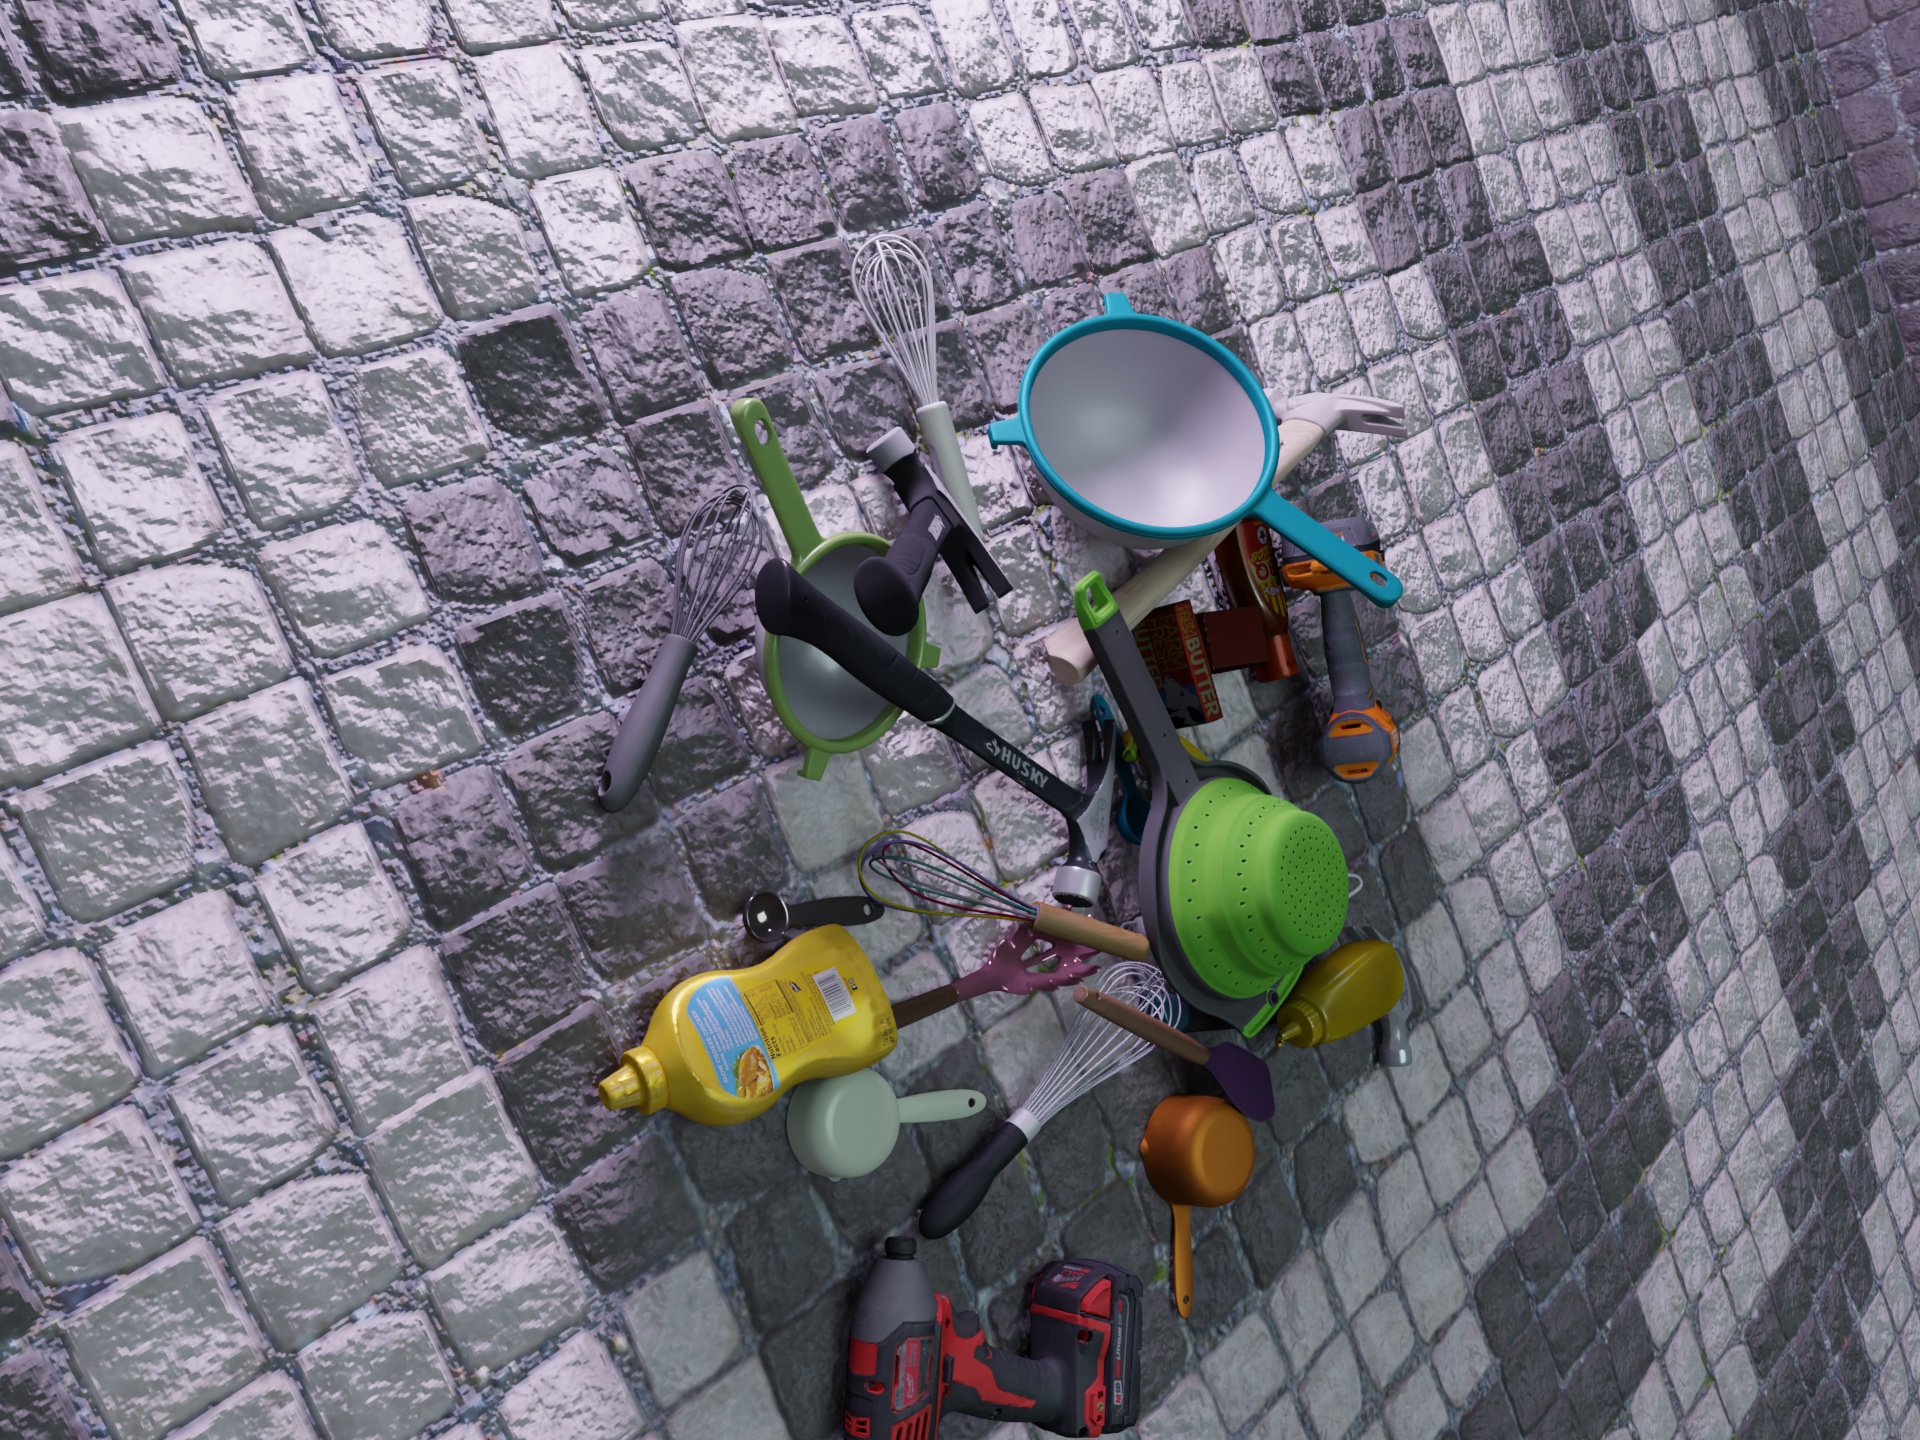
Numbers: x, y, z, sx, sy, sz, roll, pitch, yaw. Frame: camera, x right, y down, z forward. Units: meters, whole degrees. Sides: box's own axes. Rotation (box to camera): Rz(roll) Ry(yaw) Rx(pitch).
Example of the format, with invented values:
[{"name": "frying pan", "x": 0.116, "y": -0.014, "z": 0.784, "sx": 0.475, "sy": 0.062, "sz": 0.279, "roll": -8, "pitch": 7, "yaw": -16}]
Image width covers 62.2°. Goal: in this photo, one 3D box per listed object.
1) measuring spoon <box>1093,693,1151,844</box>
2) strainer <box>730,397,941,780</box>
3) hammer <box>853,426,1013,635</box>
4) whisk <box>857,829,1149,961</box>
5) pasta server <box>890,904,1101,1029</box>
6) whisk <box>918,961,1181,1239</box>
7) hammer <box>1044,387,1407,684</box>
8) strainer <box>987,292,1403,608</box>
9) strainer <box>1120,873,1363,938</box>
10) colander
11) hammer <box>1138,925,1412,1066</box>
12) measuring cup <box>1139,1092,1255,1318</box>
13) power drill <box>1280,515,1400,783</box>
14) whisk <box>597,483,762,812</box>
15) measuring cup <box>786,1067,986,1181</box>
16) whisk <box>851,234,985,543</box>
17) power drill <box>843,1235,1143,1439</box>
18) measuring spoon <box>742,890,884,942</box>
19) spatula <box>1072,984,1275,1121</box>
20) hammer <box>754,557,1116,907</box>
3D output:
[{"name": "measuring spoon", "x": 0.125, "y": 0.041, "z": 1.291, "sx": 0.042, "sy": 0.021, "sz": 0.129, "roll": -10, "pitch": 80, "yaw": -50}, {"name": "strainer", "x": -0.112, "y": -0.097, "z": 1.056, "sx": 0.151, "sy": 0.069, "sz": 0.256, "roll": -46, "pitch": 129, "yaw": -34}, {"name": "hammer", "x": -0.025, "y": -0.107, "z": 1.040, "sx": 0.146, "sy": 0.035, "sz": 0.335, "roll": 54, "pitch": 13, "yaw": -11}, {"name": "whisk", "x": 0.036, "y": 0.132, "z": 1.154, "sx": 0.244, "sy": 0.051, "sz": 0.047, "roll": 20, "pitch": 50, "yaw": -24}, {"name": "pasta server", "x": -0.023, "y": 0.200, "z": 1.126, "sx": 0.316, "sy": 0.040, "sz": 0.060, "roll": -15, "pitch": 74, "yaw": -38}, {"name": "whisk", "x": 0.066, "y": 0.277, "z": 1.178, "sx": 0.284, "sy": 0.070, "sz": 0.070, "roll": -40, "pitch": 108, "yaw": -31}, {"name": "hammer", "x": 0.215, "y": -0.160, "z": 1.329, "sx": 0.411, "sy": 0.146, "sz": 0.038, "roll": -44, "pitch": 131, "yaw": -30}, {"name": "strainer", "x": 0.192, "y": -0.178, "z": 1.268, "sx": 0.340, "sy": 0.095, "sz": 0.211, "roll": 36, "pitch": 63, "yaw": 5}, {"name": "strainer", "x": 0.234, "y": 0.159, "z": 1.342, "sx": 0.258, "sy": 0.050, "sz": 0.087, "roll": -5, "pitch": 68, "yaw": -34}, {"name": "colander", "x": 0.203, "y": 0.059, "z": 1.225, "sx": 0.204, "sy": 0.094, "sz": 0.397, "roll": -41, "pitch": 111, "yaw": -41}, {"name": "hammer", "x": 0.279, "y": 0.245, "z": 1.367, "sx": 0.330, "sy": 0.033, "sz": 0.128, "roll": 4, "pitch": 81, "yaw": -39}, {"name": "measuring cup", "x": 0.193, "y": 0.385, "z": 1.260, "sx": 0.095, "sy": 0.052, "sz": 0.174, "roll": 12, "pitch": 73, "yaw": -37}, {"name": "power drill", "x": 0.348, "y": -0.063, "z": 1.428, "sx": 0.164, "sy": 0.084, "sz": 0.226, "roll": -13, "pitch": 94, "yaw": -70}, {"name": "whisk", "x": -0.185, "y": -0.050, "z": 1.035, "sx": 0.055, "sy": 0.055, "sz": 0.239, "roll": 31, "pitch": 69, "yaw": -31}, {"name": "measuring cup", "x": -0.040, "y": 0.272, "z": 1.098, "sx": 0.167, "sy": 0.038, "sz": 0.083, "roll": 3, "pitch": 81, "yaw": -37}, {"name": "whisk", "x": -0.025, "y": -0.243, "z": 1.199, "sx": 0.059, "sy": 0.058, "sz": 0.246, "roll": -18, "pitch": 98, "yaw": -5}, {"name": "power drill", "x": 0.020, "y": 0.430, "z": 1.101, "sx": 0.219, "sy": 0.078, "sz": 0.143, "roll": 11, "pitch": 75, "yaw": -34}, {"name": "measuring spoon", "x": -0.102, "y": 0.133, "z": 1.092, "sx": 0.124, "sy": 0.018, "sz": 0.034, "roll": 3, "pitch": 74, "yaw": -46}, {"name": "spatula", "x": 0.172, "y": 0.252, "z": 1.215, "sx": 0.315, "sy": 0.018, "sz": 0.060, "roll": 35, "pitch": 43, "yaw": -46}, {"name": "hammer", "x": -0.002, "y": -0.004, "z": 1.118, "sx": 0.408, "sy": 0.036, "sz": 0.149, "roll": 36, "pitch": 60, "yaw": -46}]
